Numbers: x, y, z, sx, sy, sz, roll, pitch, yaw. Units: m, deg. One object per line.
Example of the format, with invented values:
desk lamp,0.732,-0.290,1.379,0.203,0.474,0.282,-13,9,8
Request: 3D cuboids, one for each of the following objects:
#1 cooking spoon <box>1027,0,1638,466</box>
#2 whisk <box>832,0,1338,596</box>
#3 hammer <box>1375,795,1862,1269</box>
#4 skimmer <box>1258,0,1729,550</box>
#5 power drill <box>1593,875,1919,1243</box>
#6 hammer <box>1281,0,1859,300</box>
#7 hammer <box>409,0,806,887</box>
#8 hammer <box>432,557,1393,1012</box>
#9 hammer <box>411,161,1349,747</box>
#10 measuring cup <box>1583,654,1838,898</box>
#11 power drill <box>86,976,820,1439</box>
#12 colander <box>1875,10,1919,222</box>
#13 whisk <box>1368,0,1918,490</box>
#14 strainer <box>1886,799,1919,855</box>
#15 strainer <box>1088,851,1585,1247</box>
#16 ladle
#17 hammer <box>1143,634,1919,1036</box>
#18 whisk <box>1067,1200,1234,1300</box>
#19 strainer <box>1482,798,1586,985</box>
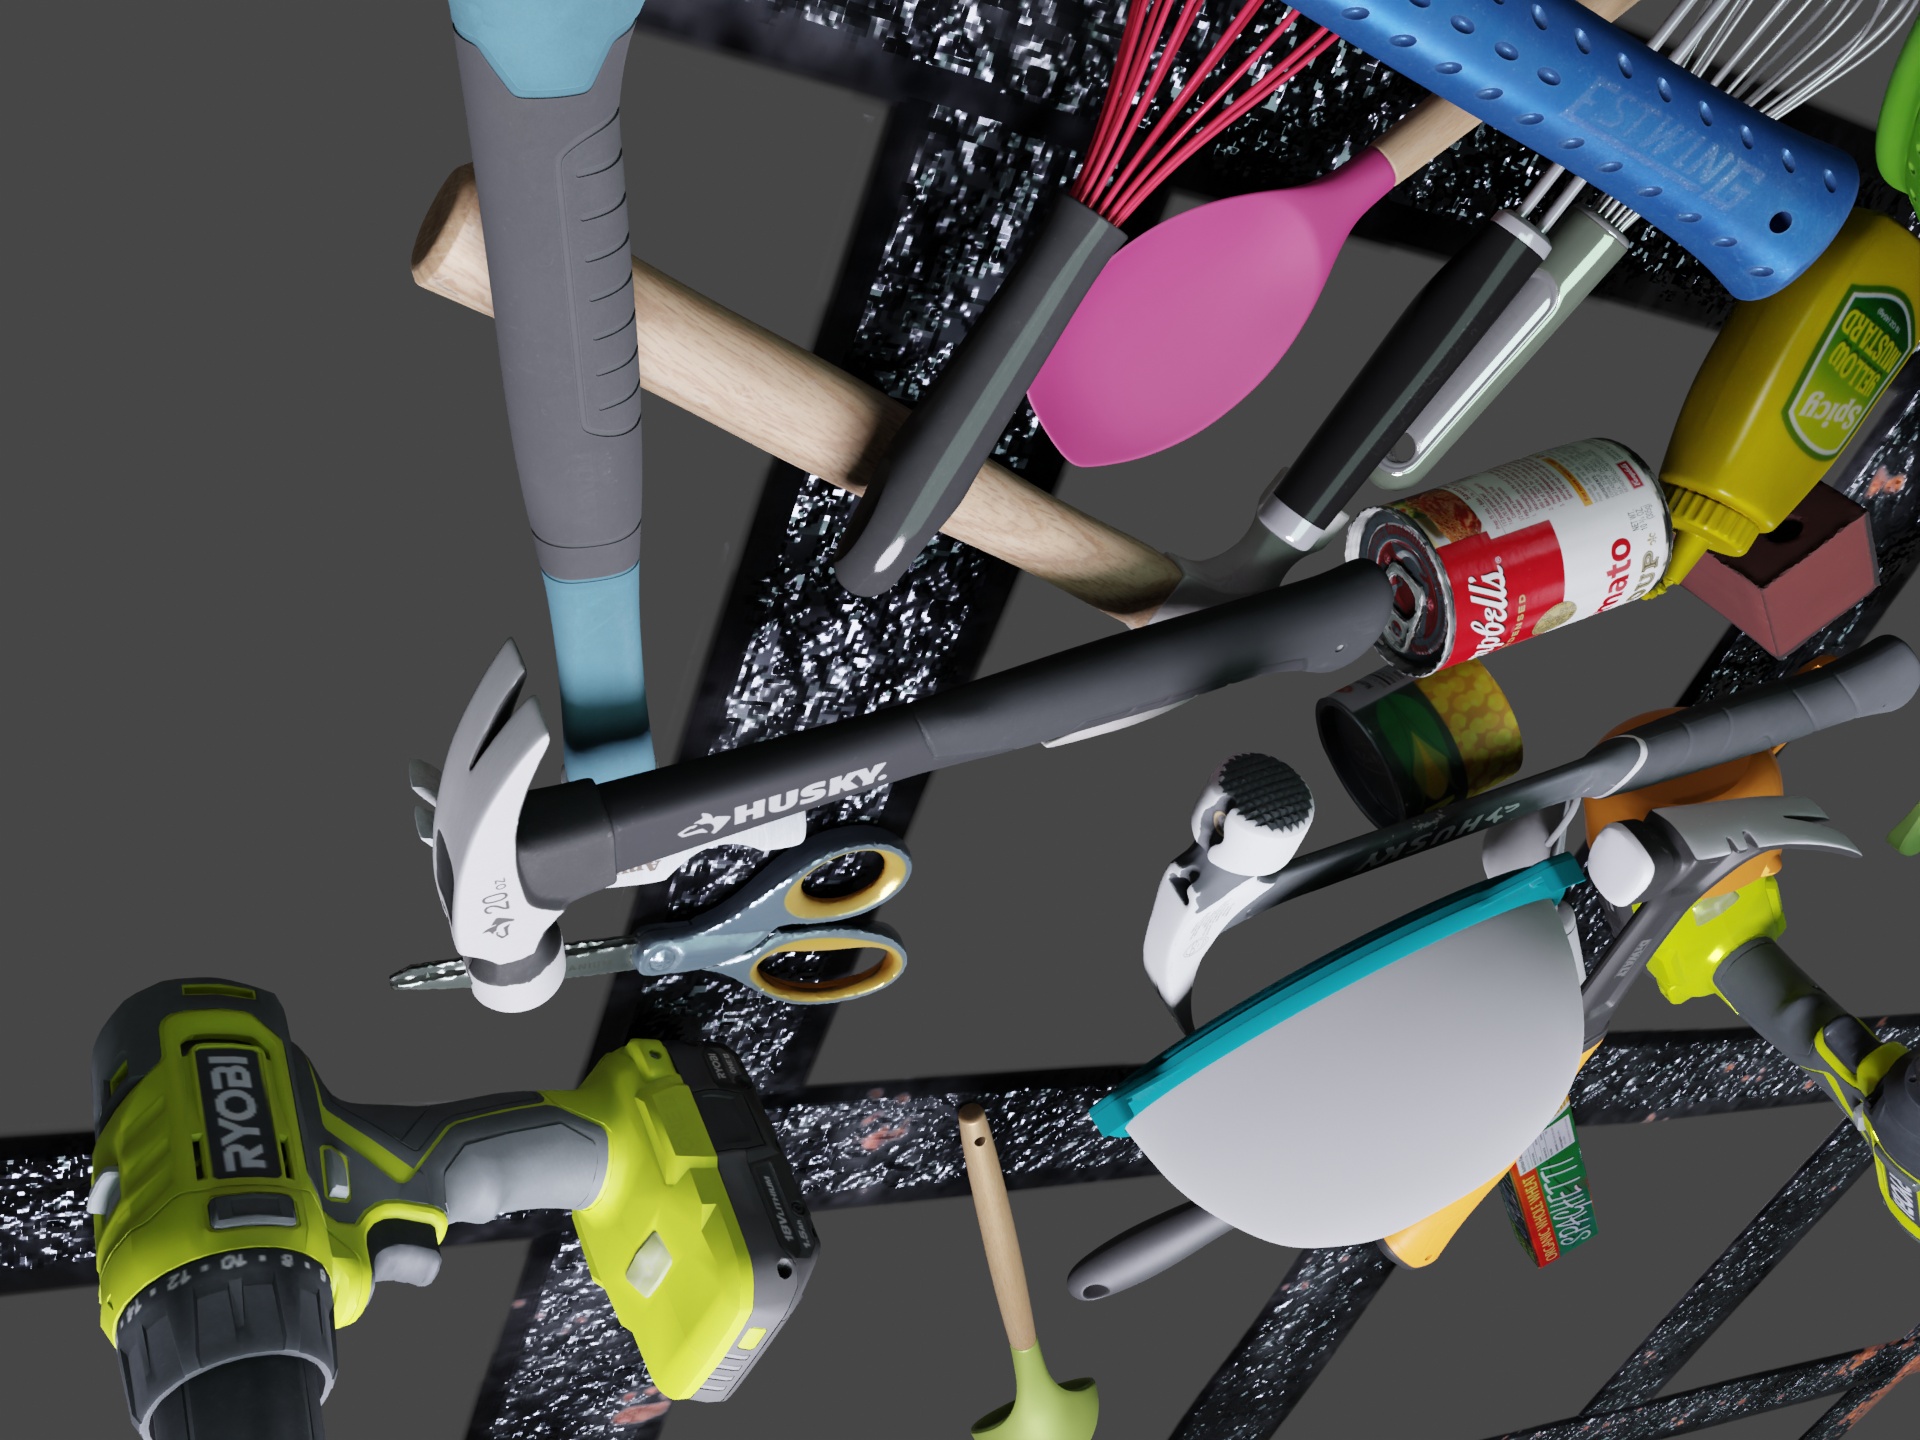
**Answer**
cooking spoon,0.151,-0.189,0.497,0.319,0.017,0.068,-38,126,-1
whisk,0.048,-0.157,0.438,0.073,0.073,0.295,22,109,-38
hammer,0.284,0.162,0.757,0.127,0.034,0.336,-5,135,-23
skimmer,0.216,-0.185,0.459,0.127,0.090,0.363,27,113,-25
power drill,0.421,0.143,0.785,0.080,0.223,0.171,-36,134,4
hammer,0.047,-0.204,0.358,0.405,0.035,0.144,21,114,-19
hammer,-0.103,-0.056,0.443,0.128,0.033,0.330,-11,142,-16
hammer,-0.001,-0.002,0.515,0.334,0.035,0.146,-17,147,-21
hammer,-0.015,-0.078,0.510,0.331,0.031,0.130,22,114,-38
measuring cup,0.369,0.008,0.760,0.173,0.095,0.052,-41,132,-16
power drill,-0.167,0.178,0.539,0.228,0.191,0.080,13,120,-40
colander,0.446,-0.245,0.585,0.397,0.095,0.204,-21,136,-36
whisk,0.226,-0.176,0.545,0.246,0.058,0.059,-51,162,23
strainer,0.509,-0.048,0.781,0.151,0.069,0.256,-8,130,-25
strainer,0.183,0.168,0.692,0.211,0.095,0.340,-29,158,4
ladle,0.026,0.307,0.854,0.078,0.062,0.319,-19,126,-10
hammer,0.247,0.028,0.643,0.409,0.036,0.149,-14,144,-25
whisk,0.163,0.258,0.869,0.239,0.055,0.055,-30,135,9
strainer,0.303,0.099,0.817,0.258,0.050,0.087,54,49,-50
